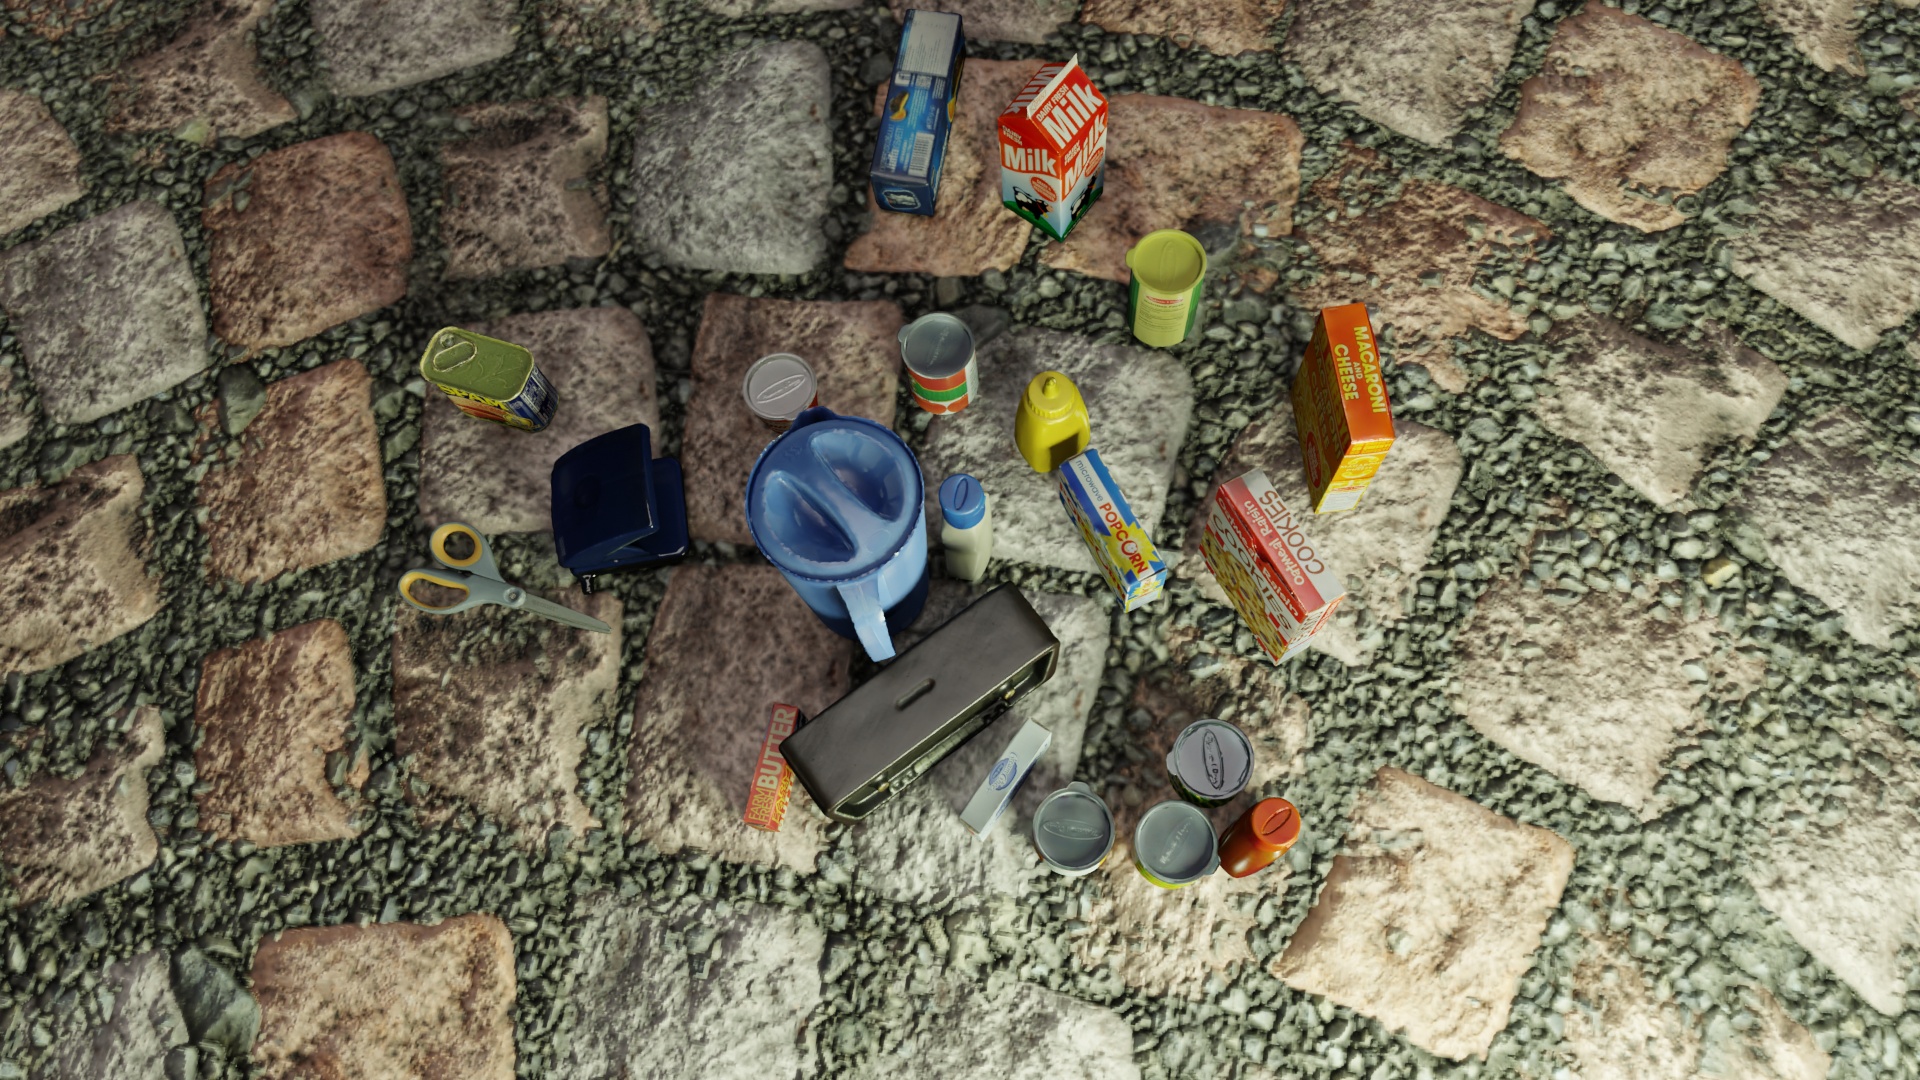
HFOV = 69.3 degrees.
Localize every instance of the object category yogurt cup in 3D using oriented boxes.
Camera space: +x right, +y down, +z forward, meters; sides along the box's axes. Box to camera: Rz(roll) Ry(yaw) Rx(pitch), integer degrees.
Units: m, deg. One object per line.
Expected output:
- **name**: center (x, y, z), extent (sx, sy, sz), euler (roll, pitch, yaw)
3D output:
- **yogurt cup**: center (-0.162, -0.133, 1.280), extent (0.072, 0.053, 0.072), euler (-1, 71, 3)

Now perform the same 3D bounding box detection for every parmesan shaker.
- **parmesan shaker**: center (0.183, -0.230, 1.268), extent (0.071, 0.102, 0.071), euler (-1, 71, 3)

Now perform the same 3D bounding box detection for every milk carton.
- **milk carton**: center (0.085, -0.363, 1.274), extent (0.073, 0.190, 0.072), euler (36, 77, 14)

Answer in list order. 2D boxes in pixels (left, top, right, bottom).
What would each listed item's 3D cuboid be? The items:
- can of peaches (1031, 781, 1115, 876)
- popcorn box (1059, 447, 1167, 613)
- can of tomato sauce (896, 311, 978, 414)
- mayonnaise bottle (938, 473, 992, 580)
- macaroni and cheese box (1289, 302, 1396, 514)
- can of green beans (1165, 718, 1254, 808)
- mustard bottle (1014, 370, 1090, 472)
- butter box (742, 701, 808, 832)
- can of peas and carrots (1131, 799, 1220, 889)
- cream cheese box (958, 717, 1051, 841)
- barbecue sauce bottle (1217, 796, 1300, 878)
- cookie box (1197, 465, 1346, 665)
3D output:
- **can of peaches**: center (0.092, 0.237, 1.135), extent (0.071, 0.058, 0.071), euler (-1, 71, 3)
- **popcorn box**: center (0.130, -0.008, 1.203), extent (0.038, 0.085, 0.127), euler (-27, 72, -6)
- **can of tomato sauce**: center (-0.020, -0.160, 1.266), extent (0.071, 0.083, 0.071), euler (-1, 71, 3)
- **mayonnaise bottle**: center (0.004, -0.015, 1.180), extent (0.041, 0.147, 0.065), euler (11, 72, 7)
- **macaroni and cheese box**: center (0.323, -0.109, 1.184), extent (0.040, 0.166, 0.124), euler (-7, 71, 1)
- **can of green beans**: center (0.205, 0.185, 1.146), extent (0.071, 0.057, 0.071), euler (-1, 71, 3)
- **mustard bottle**: center (0.079, -0.110, 1.202), extent (0.065, 0.159, 0.049), euler (-31, 72, -7)
- **butter box**: center (-0.154, 0.192, 1.167), extent (0.024, 0.053, 0.104), euler (10, 72, 7)
- **can of peas and carrots**: center (0.175, 0.248, 1.125), extent (0.071, 0.058, 0.071), euler (-1, 71, 3)
- **cream cheese box**: center (0.037, 0.199, 1.154), extent (0.024, 0.053, 0.104), euler (33, 76, 13)
- **barbecue sauce bottle**: center (0.235, 0.229, 1.081), extent (0.065, 0.148, 0.044), euler (-38, 73, -9)
- **cookie box**: center (0.251, 0.025, 1.141), extent (0.040, 0.167, 0.123), euler (-29, 72, -6)
